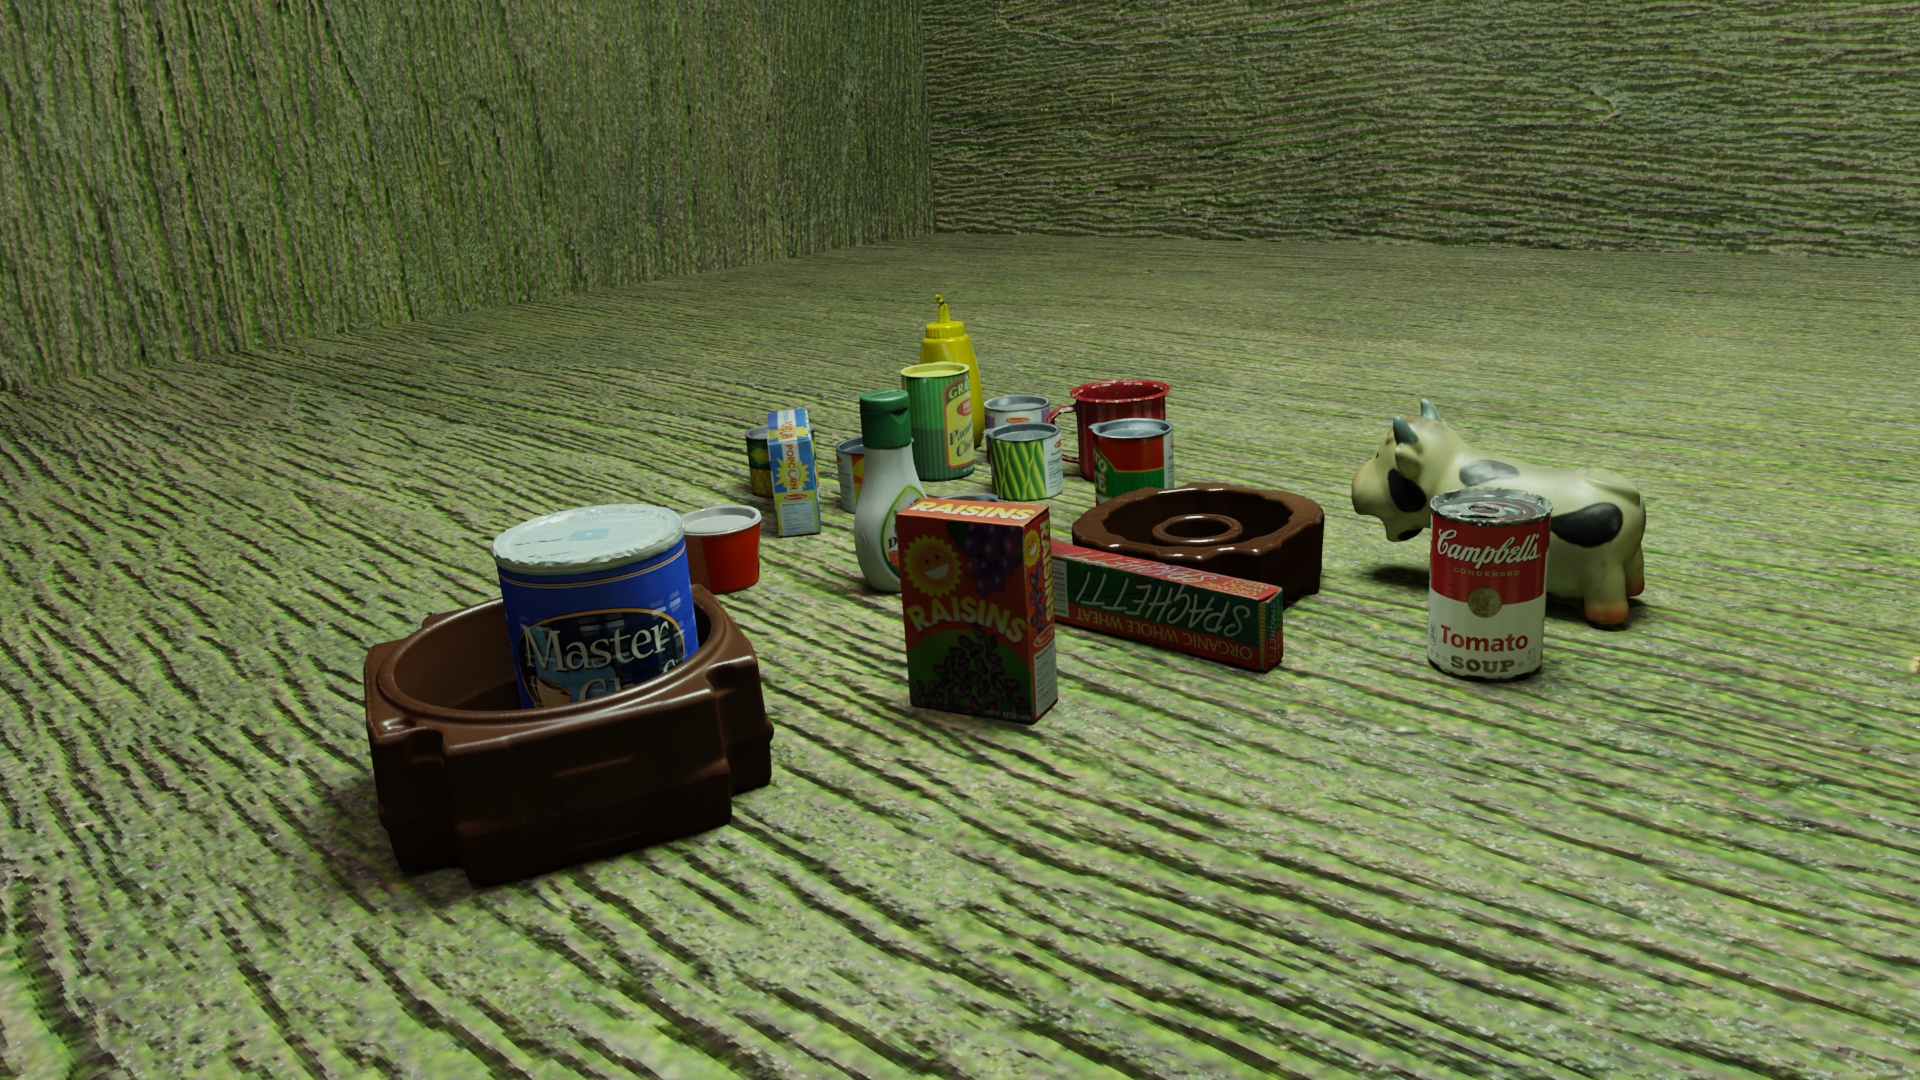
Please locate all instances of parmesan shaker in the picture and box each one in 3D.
[{"bbox_3d":[-0.020,-0.115,1.339,0.071,0.102,0.071,-4,18,1],"label":"parmesan shaker"}]

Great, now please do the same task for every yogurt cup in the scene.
[{"bbox_3d":[-0.186,0.008,1.077,0.072,0.053,0.072,-4,18,1],"label":"yogurt cup"}]

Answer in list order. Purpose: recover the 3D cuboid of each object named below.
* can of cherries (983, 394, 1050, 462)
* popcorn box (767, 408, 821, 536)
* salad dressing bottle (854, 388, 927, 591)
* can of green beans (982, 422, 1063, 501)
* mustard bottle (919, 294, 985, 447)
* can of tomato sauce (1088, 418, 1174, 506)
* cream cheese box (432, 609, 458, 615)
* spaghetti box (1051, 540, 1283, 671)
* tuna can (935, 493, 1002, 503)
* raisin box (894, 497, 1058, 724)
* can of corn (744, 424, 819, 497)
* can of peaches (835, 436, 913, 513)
[{"bbox_3d":[0.058,-0.109,1.376,0.071,0.058,0.072,-4,18,1],"label":"can of cherries"},{"bbox_3d":[-0.148,-0.062,1.232,0.038,0.085,0.127,-6,18,-6],"label":"popcorn box"},{"bbox_3d":[-0.052,-0.037,1.034,0.064,0.147,0.044,-20,23,-40],"label":"salad dressing bottle"},{"bbox_3d":[0.059,-0.072,1.261,0.071,0.057,0.071,-4,18,1],"label":"can of green beans"},{"bbox_3d":[-0.011,-0.172,1.420,0.065,0.159,0.049,8,21,34],"label":"mustard bottle"},{"bbox_3d":[0.141,-0.053,1.145,0.071,0.082,0.071,-4,18,1],"label":"can of tomato sauce"},{"bbox_3d":[-0.290,0.068,0.914,0.104,0.053,0.024,-7,18,-10],"label":"cream cheese box"},{"bbox_3d":[0.102,0.036,0.933,0.250,0.050,0.029,12,24,40],"label":"spaghetti box"},{"bbox_3d":[0.004,-0.014,1.136,0.071,0.032,0.071,-4,18,1],"label":"tuna can"},{"bbox_3d":[0.011,0.040,0.822,0.086,0.123,0.040,5,20,27],"label":"raisin box"},{"bbox_3d":[-0.168,-0.077,1.326,0.071,0.058,0.071,-4,18,1],"label":"can of corn"},{"bbox_3d":[-0.075,-0.060,1.254,0.071,0.058,0.071,-4,18,1],"label":"can of peaches"}]
